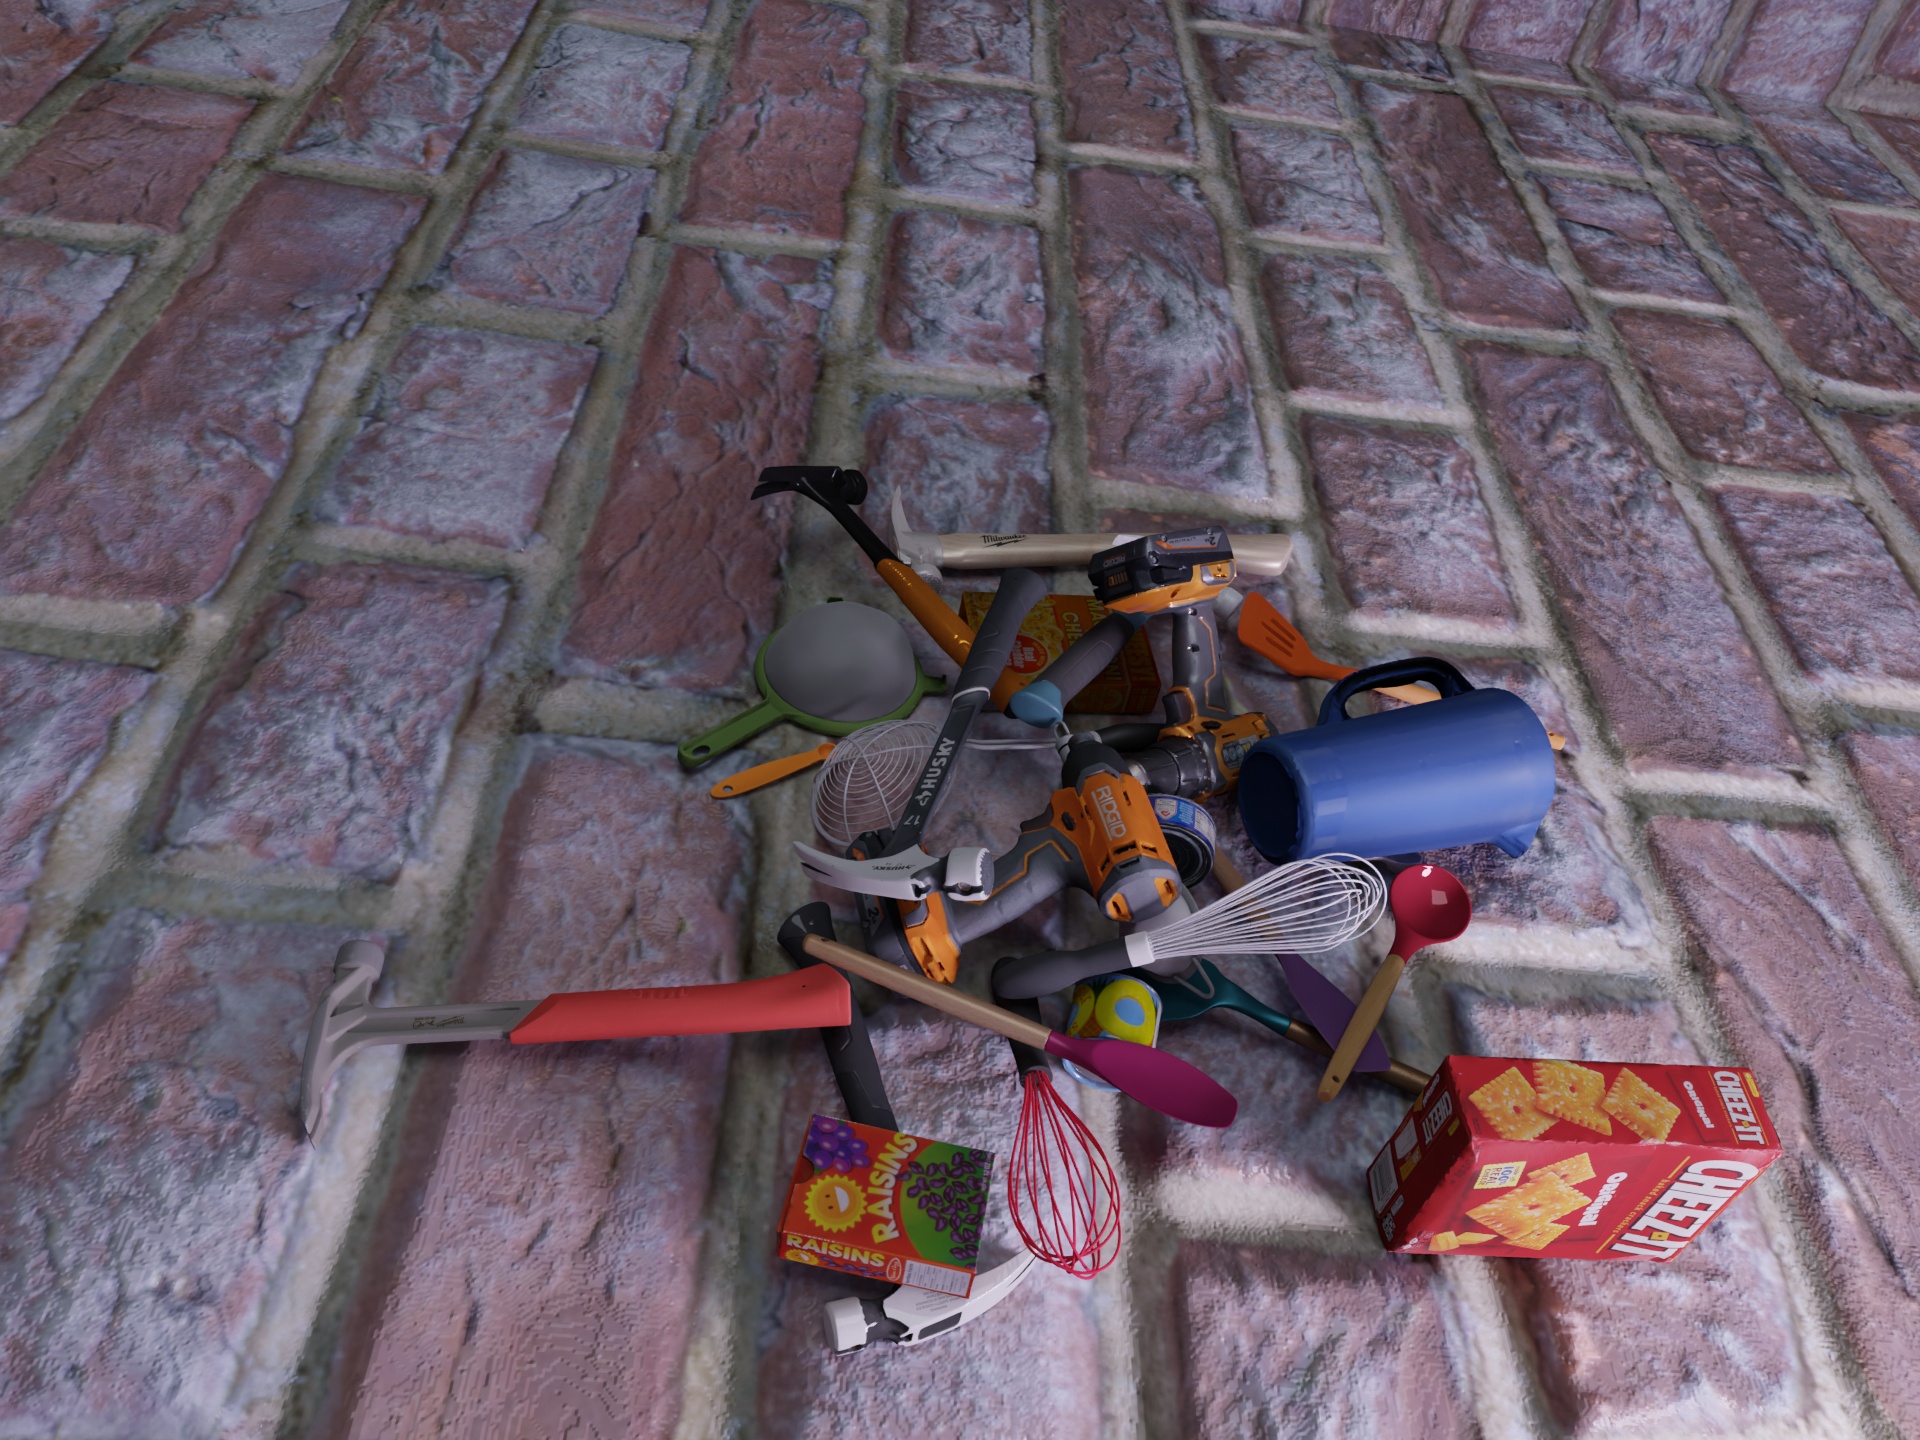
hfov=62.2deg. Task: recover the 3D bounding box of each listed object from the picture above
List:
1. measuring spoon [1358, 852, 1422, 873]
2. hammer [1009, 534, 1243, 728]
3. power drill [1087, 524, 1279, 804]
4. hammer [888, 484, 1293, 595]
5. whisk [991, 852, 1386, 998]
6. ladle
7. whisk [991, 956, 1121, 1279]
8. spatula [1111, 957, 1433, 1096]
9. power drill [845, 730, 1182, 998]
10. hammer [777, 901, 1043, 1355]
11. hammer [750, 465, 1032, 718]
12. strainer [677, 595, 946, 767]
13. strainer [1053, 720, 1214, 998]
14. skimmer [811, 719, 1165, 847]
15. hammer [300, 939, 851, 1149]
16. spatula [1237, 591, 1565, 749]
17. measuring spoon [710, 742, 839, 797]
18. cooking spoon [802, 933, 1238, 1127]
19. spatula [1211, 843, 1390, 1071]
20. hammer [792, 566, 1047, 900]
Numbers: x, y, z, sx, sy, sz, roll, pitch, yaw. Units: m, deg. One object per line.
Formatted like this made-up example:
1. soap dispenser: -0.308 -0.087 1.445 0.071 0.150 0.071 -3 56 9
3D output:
1. measuring spoon: 0.326 0.119 1.339 0.124 0.018 0.034 1 21 -2
2. hammer: 0.138 -0.078 1.410 0.128 0.033 0.331 38 40 9
3. power drill: 0.175 -0.040 1.334 0.185 0.084 0.226 -13 89 -40
4. hammer: 0.133 -0.177 1.584 0.410 0.038 0.146 -1 44 -14
5. whisk: 0.157 0.153 1.116 0.284 0.070 0.070 -17 44 11
6. ladle: 0.325 0.197 1.209 0.069 0.031 0.315 34 36 14
7. whisk: 0.054 0.256 1.079 0.073 0.073 0.296 3 30 -10
8. spatula: 0.265 0.245 1.191 0.317 0.044 0.082 23 44 5
9. power drill: 0.035 0.100 1.184 0.226 0.084 0.164 -21 47 5
10. hammer: -0.059 0.260 1.094 0.146 0.035 0.335 -8 47 -19
11. hammer: -0.050 -0.119 1.411 0.127 0.034 0.337 -8 47 -47
12. strainer: -0.138 -0.039 1.358 0.152 0.069 0.256 38 48 24
13. strainer: 0.120 0.103 1.221 0.050 0.086 0.259 0 51 -33
14. skimmer: 0.052 0.044 1.343 0.363 0.090 0.127 -2 33 -29
15. hammer: -0.254 0.208 1.079 0.359 0.036 0.149 -2 45 -5
16. spatula: 0.413 -0.037 1.497 0.322 0.041 0.081 19 43 6
17. measuring spoon: -0.153 0.044 1.315 0.117 0.011 0.021 -20 50 -25
18. cooking spoon: 0.036 0.209 1.089 0.319 0.017 0.069 20 24 13
19. spatula: 0.238 0.158 1.255 0.059 0.018 0.316 5 35 -33
20. hammer: -0.002 -0.004 1.241 0.149 0.036 0.409 -2 35 20
